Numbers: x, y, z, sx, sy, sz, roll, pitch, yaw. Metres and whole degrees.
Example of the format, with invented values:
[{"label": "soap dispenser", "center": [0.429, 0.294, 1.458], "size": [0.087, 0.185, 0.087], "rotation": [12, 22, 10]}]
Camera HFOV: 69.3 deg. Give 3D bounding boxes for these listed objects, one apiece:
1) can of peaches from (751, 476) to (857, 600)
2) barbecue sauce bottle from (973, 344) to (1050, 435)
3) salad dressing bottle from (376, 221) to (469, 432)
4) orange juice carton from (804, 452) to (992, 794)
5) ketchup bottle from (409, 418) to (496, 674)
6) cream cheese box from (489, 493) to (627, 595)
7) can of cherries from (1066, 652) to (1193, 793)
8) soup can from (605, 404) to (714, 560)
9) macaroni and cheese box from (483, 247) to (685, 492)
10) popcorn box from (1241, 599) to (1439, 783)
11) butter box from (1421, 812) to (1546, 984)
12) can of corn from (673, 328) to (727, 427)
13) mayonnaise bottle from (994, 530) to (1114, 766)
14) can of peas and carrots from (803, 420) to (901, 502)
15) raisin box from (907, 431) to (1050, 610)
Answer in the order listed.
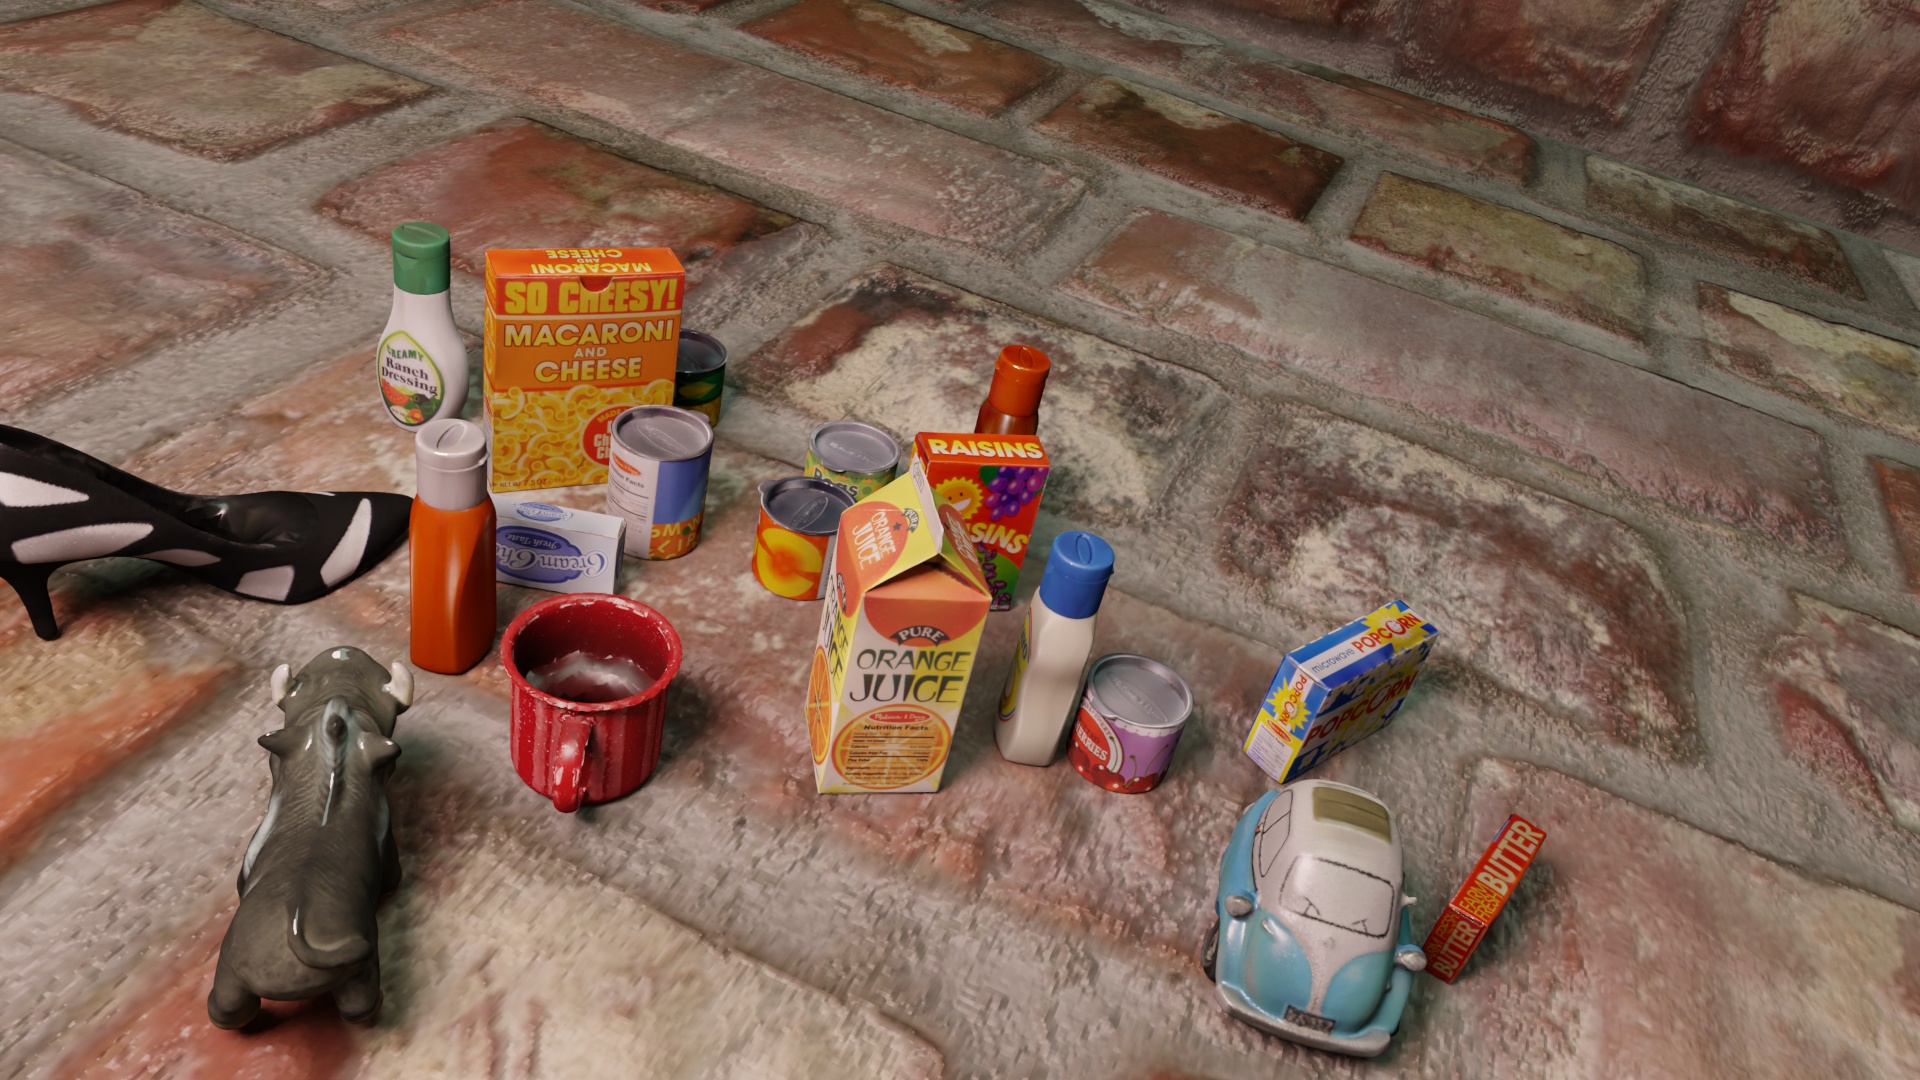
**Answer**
[{"label": "can of peaches", "center": [-0.107, -0.002, 0.935], "size": [0.071, 0.057, 0.071], "rotation": [10, 35, -7]}, {"label": "barbecue sauce bottle", "center": [0.029, -0.067, 0.995], "size": [0.044, 0.147, 0.065], "rotation": [8, 35, -10]}, {"label": "salad dressing bottle", "center": [-0.374, -0.147, 0.965], "size": [0.064, 0.146, 0.044], "rotation": [20, 35, 8]}, {"label": "orange juice carton", "center": [-0.035, 0.050, 0.771], "size": [0.073, 0.191, 0.072], "rotation": [2, 36, -17]}, {"label": "ketchup bottle", "center": [-0.287, 0.003, 0.786], "size": [0.043, 0.148, 0.065], "rotation": [13, 35, -2]}, {"label": "cream cheese box", "center": [-0.266, 0.004, 0.875], "size": [0.104, 0.053, 0.024], "rotation": [11, 35, -5]}, {"label": "can of cherries", "center": [0.100, 0.112, 0.848], "size": [0.071, 0.058, 0.072], "rotation": [10, 35, -7]}, {"label": "soup can", "center": [-0.201, -0.040, 0.932], "size": [0.071, 0.083, 0.072], "rotation": [10, 35, -7]}, {"label": "macaroni and cheese box", "center": [-0.257, -0.115, 0.945], "size": [0.124, 0.165, 0.040], "rotation": [-7, 40, -28]}, {"label": "popcorn box", "center": [0.246, 0.097, 0.898], "size": [0.127, 0.084, 0.038], "rotation": [-18, 46, -38]}, {"label": "butter box", "center": [0.299, 0.204, 0.795], "size": [0.024, 0.052, 0.104], "rotation": [33, 39, 25]}, {"label": "can of corn", "center": [-0.216, -0.120, 1.061], "size": [0.071, 0.058, 0.071], "rotation": [10, 35, -7]}, {"label": "mayonnaise bottle", "center": [0.055, 0.063, 0.824], "size": [0.041, 0.147, 0.065], "rotation": [10, 35, -7]}, {"label": "can of peas and carrots", "center": [-0.081, -0.044, 1.001], "size": [0.071, 0.058, 0.071], "rotation": [10, 35, -7]}, {"label": "raisin box", "center": [0.003, -0.012, 0.930], "size": [0.086, 0.122, 0.040], "rotation": [2, 37, -18]}]
